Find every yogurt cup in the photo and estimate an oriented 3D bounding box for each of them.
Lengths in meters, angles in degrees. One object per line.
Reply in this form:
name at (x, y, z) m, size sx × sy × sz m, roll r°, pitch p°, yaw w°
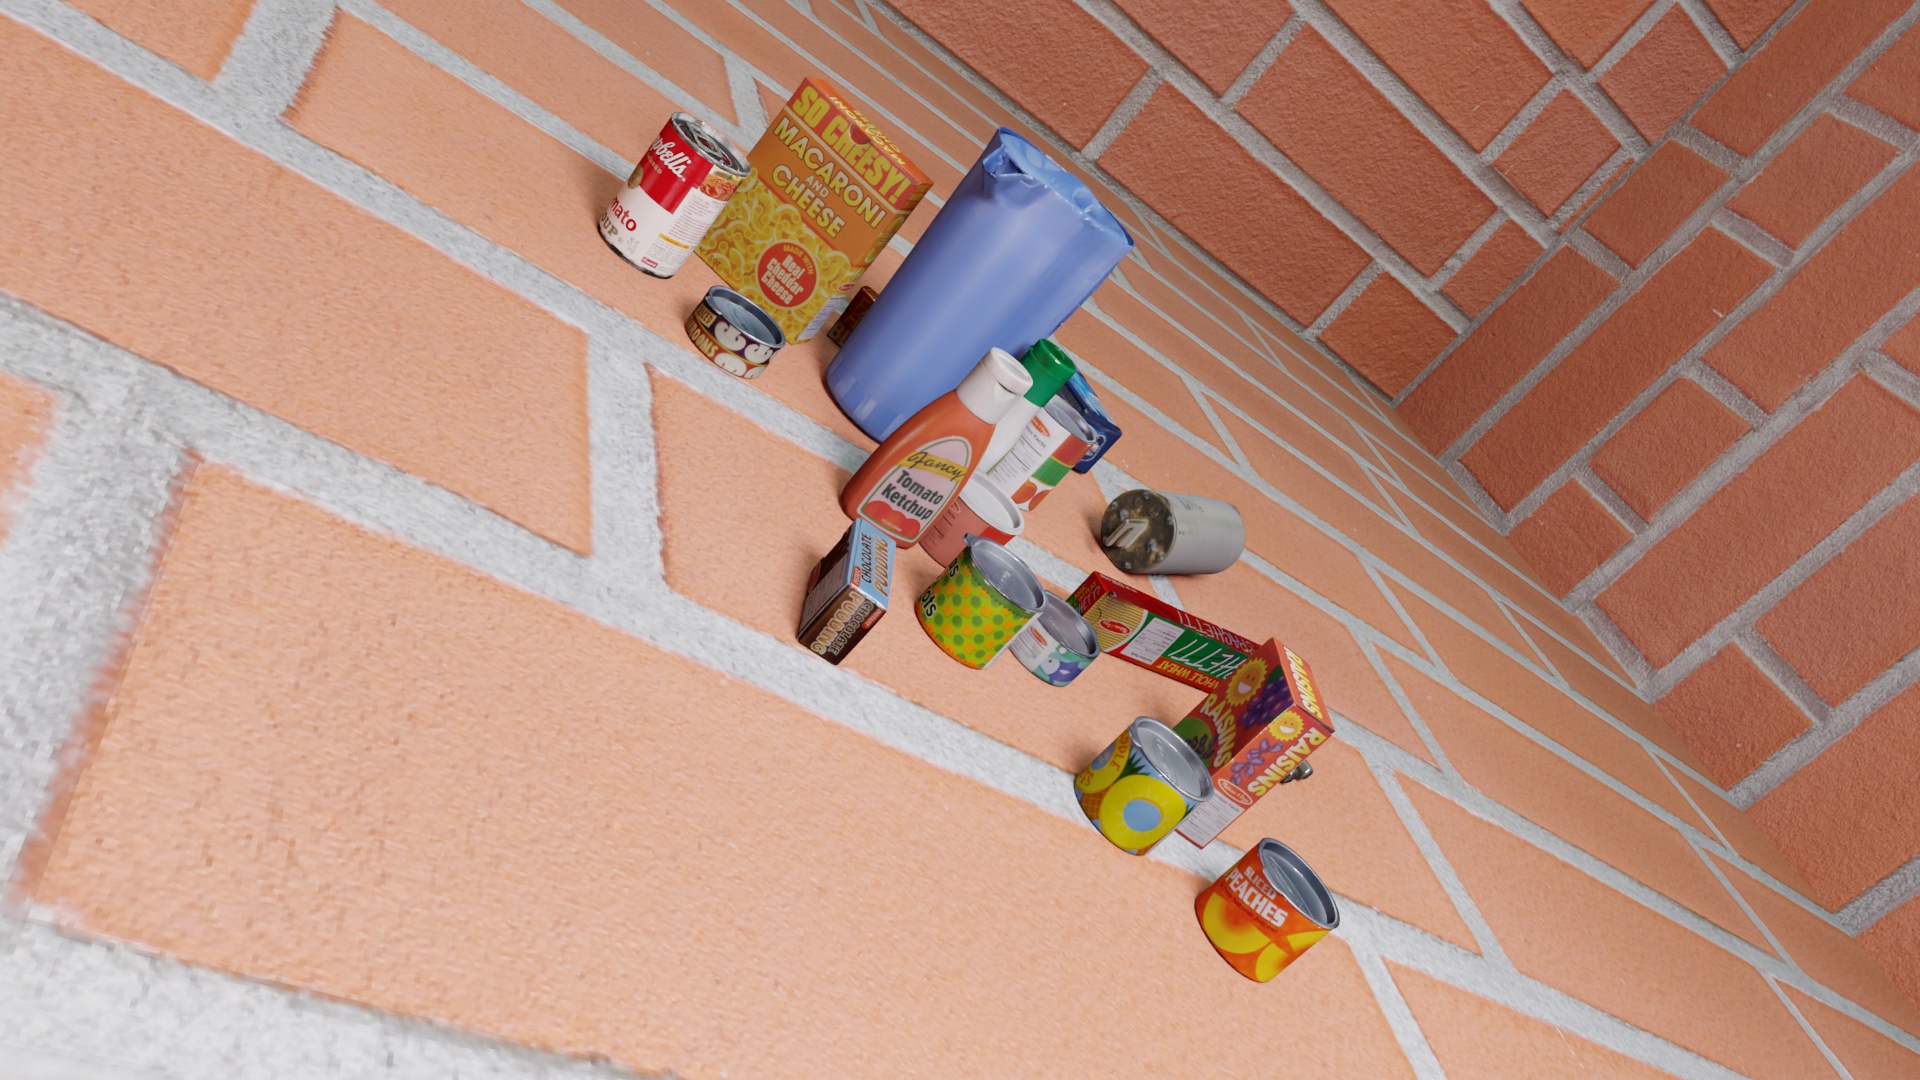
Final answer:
yogurt cup at (0.004, -0.012, 0.990) m, size 0.072 × 0.053 × 0.073 m, roll 36°, pitch 22°, yaw -17°

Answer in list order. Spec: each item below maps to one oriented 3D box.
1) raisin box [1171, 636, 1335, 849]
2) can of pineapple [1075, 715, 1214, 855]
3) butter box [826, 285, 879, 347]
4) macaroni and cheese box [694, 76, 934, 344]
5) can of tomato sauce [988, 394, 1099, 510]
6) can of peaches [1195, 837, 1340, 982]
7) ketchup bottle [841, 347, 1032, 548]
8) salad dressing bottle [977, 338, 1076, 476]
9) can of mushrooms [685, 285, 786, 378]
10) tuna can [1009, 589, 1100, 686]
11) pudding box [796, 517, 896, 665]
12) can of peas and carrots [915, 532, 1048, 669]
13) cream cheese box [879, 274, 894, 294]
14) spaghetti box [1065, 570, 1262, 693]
raisin box at (0.186, 0.135, 0.928) m, size 0.040 × 0.123 × 0.086 m, roll 37°, pitch 21°, yaw -14°
can of pineapple at (0.112, 0.151, 0.859) m, size 0.071 × 0.057 × 0.071 m, roll 36°, pitch 22°, yaw -17°
butter box at (-0.058, -0.161, 1.170) m, size 0.103 × 0.053 × 0.024 m, roll 42°, pitch 21°, yaw 0°
macaroni and cheese box at (-0.120, -0.256, 1.090) m, size 0.124 × 0.166 × 0.040 m, roll 44°, pitch 21°, yaw 4°
can of tomato sauce at (0.065, -0.076, 1.178) m, size 0.071 × 0.083 × 0.071 m, roll 36°, pitch 22°, yaw -17°
can of peaches at (0.185, 0.224, 0.844) m, size 0.071 × 0.058 × 0.071 m, roll 36°, pitch 22°, yaw -17°
ketchup bottle at (-0.013, -0.064, 0.929) m, size 0.064 × 0.148 × 0.044 m, roll 31°, pitch 24°, yaw -28°
salad dressing bottle at (0.025, -0.085, 1.039) m, size 0.044 × 0.147 × 0.064 m, roll 38°, pitch 21°, yaw -10°
can of mushrooms at (-0.163, -0.150, 0.994) m, size 0.071 × 0.033 × 0.071 m, roll 36°, pitch 22°, yaw -17°
tuna can at (0.064, 0.068, 0.970) m, size 0.071 × 0.032 × 0.071 m, roll 36°, pitch 22°, yaw -17°
pudding box at (-0.065, 0.028, 0.801) m, size 0.030 × 0.049 × 0.084 m, roll 36°, pitch 22°, yaw -16°
can of peas and carrots at (0.012, 0.039, 0.898) m, size 0.071 × 0.058 × 0.071 m, roll 36°, pitch 22°, yaw -17°
cream cheese box at (-0.035, -0.189, 1.263) m, size 0.104 × 0.053 × 0.024 m, roll 36°, pitch 22°, yaw -16°
spaghetti box at (0.175, 0.084, 1.107) m, size 0.250 × 0.050 × 0.029 m, roll 23°, pitch 28°, yaw -40°
